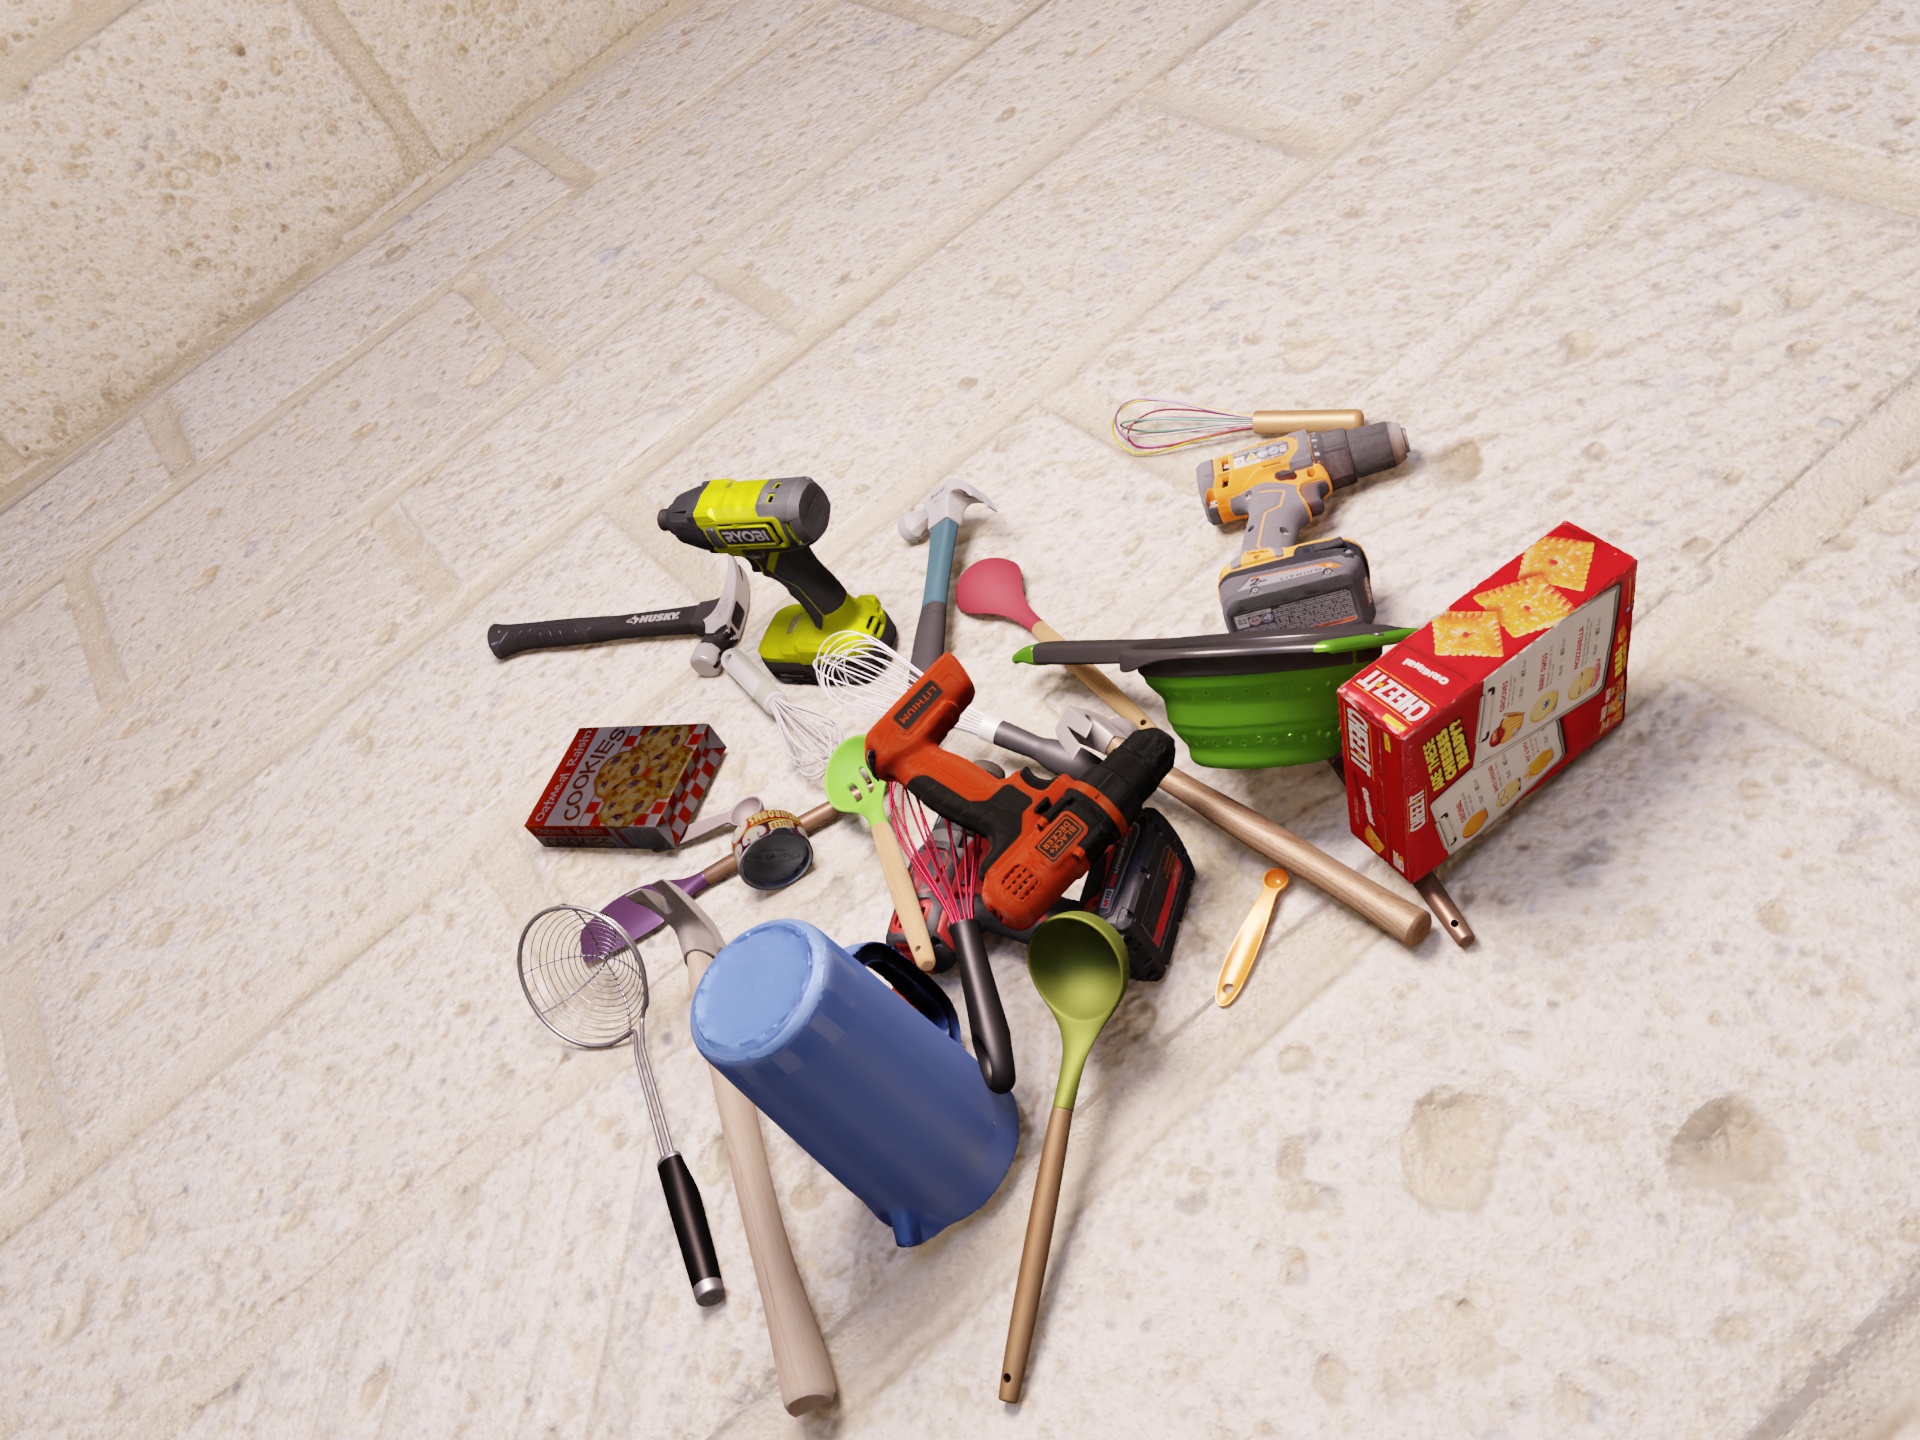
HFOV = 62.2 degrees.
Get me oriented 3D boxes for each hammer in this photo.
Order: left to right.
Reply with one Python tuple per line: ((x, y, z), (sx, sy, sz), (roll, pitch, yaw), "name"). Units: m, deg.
((-0.373, -0.103, 1.702), (0.335, 0.035, 0.146), (-3, 51, 27), "hammer")
((-0.164, 0.300, 1.166), (0.038, 0.146, 0.411), (-27, 48, 4), "hammer")
((-0.027, -0.092, 1.480), (0.128, 0.033, 0.331), (-31, 41, 42), "hammer")
((0.202, 0.071, 1.187), (0.332, 0.130, 0.031), (33, 102, 35), "hammer")

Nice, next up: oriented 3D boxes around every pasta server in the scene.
((0.295, 0.046, 1.192), (0.060, 0.040, 0.317), (-37, 44, 12), "pasta server")

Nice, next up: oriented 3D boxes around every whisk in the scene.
((-0.172, -0.013, 1.503), (0.247, 0.059, 0.058), (40, 105, 49), "whisk")
((-0.002, -0.003, 1.351), (0.285, 0.070, 0.070), (23, 64, 19), "whisk")
((-0.001, 0.134, 1.167), (0.073, 0.073, 0.296), (-22, 56, 11), "whisk")
((0.258, -0.278, 1.505), (0.245, 0.051, 0.047), (4, 75, 27), "whisk")

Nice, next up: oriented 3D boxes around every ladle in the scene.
((0.057, 0.284, 1.062), (0.078, 0.062, 0.320), (-3, 64, 35), "ladle")
((0.083, -0.069, 1.423), (0.069, 0.031, 0.316), (-41, 46, -3), "ladle")

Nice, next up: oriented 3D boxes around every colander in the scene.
((0.174, -0.018, 1.240), (0.204, 0.094, 0.397), (-9, 6, -35), "colander")

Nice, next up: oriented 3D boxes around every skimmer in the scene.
((-0.269, 0.296, 1.249), (0.127, 0.090, 0.364), (-55, 41, 23), "skimmer")

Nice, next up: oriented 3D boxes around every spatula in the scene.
((-0.204, 0.126, 1.415), (0.316, 0.018, 0.060), (-28, 43, 5), "spatula")

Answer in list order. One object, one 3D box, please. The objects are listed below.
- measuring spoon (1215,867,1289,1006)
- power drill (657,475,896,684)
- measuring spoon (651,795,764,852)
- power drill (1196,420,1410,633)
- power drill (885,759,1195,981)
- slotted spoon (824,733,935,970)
((0.213, 0.159, 1.160), (0.021, 0.011, 0.117), (12, 62, 35), "measuring spoon")
((-0.168, -0.132, 1.475), (0.171, 0.223, 0.080), (1, 52, 30), "power drill")
((-0.230, 0.102, 1.458), (0.124, 0.018, 0.034), (-21, 39, 21), "measuring spoon")
((0.300, -0.167, 1.353), (0.185, 0.084, 0.226), (-14, 42, 17), "power drill")
((0.062, 0.112, 1.239), (0.227, 0.080, 0.188), (-1, 52, 33), "power drill")
((-0.060, 0.103, 1.278), (0.070, 0.031, 0.314), (-42, 30, 10), "slotted spoon")
